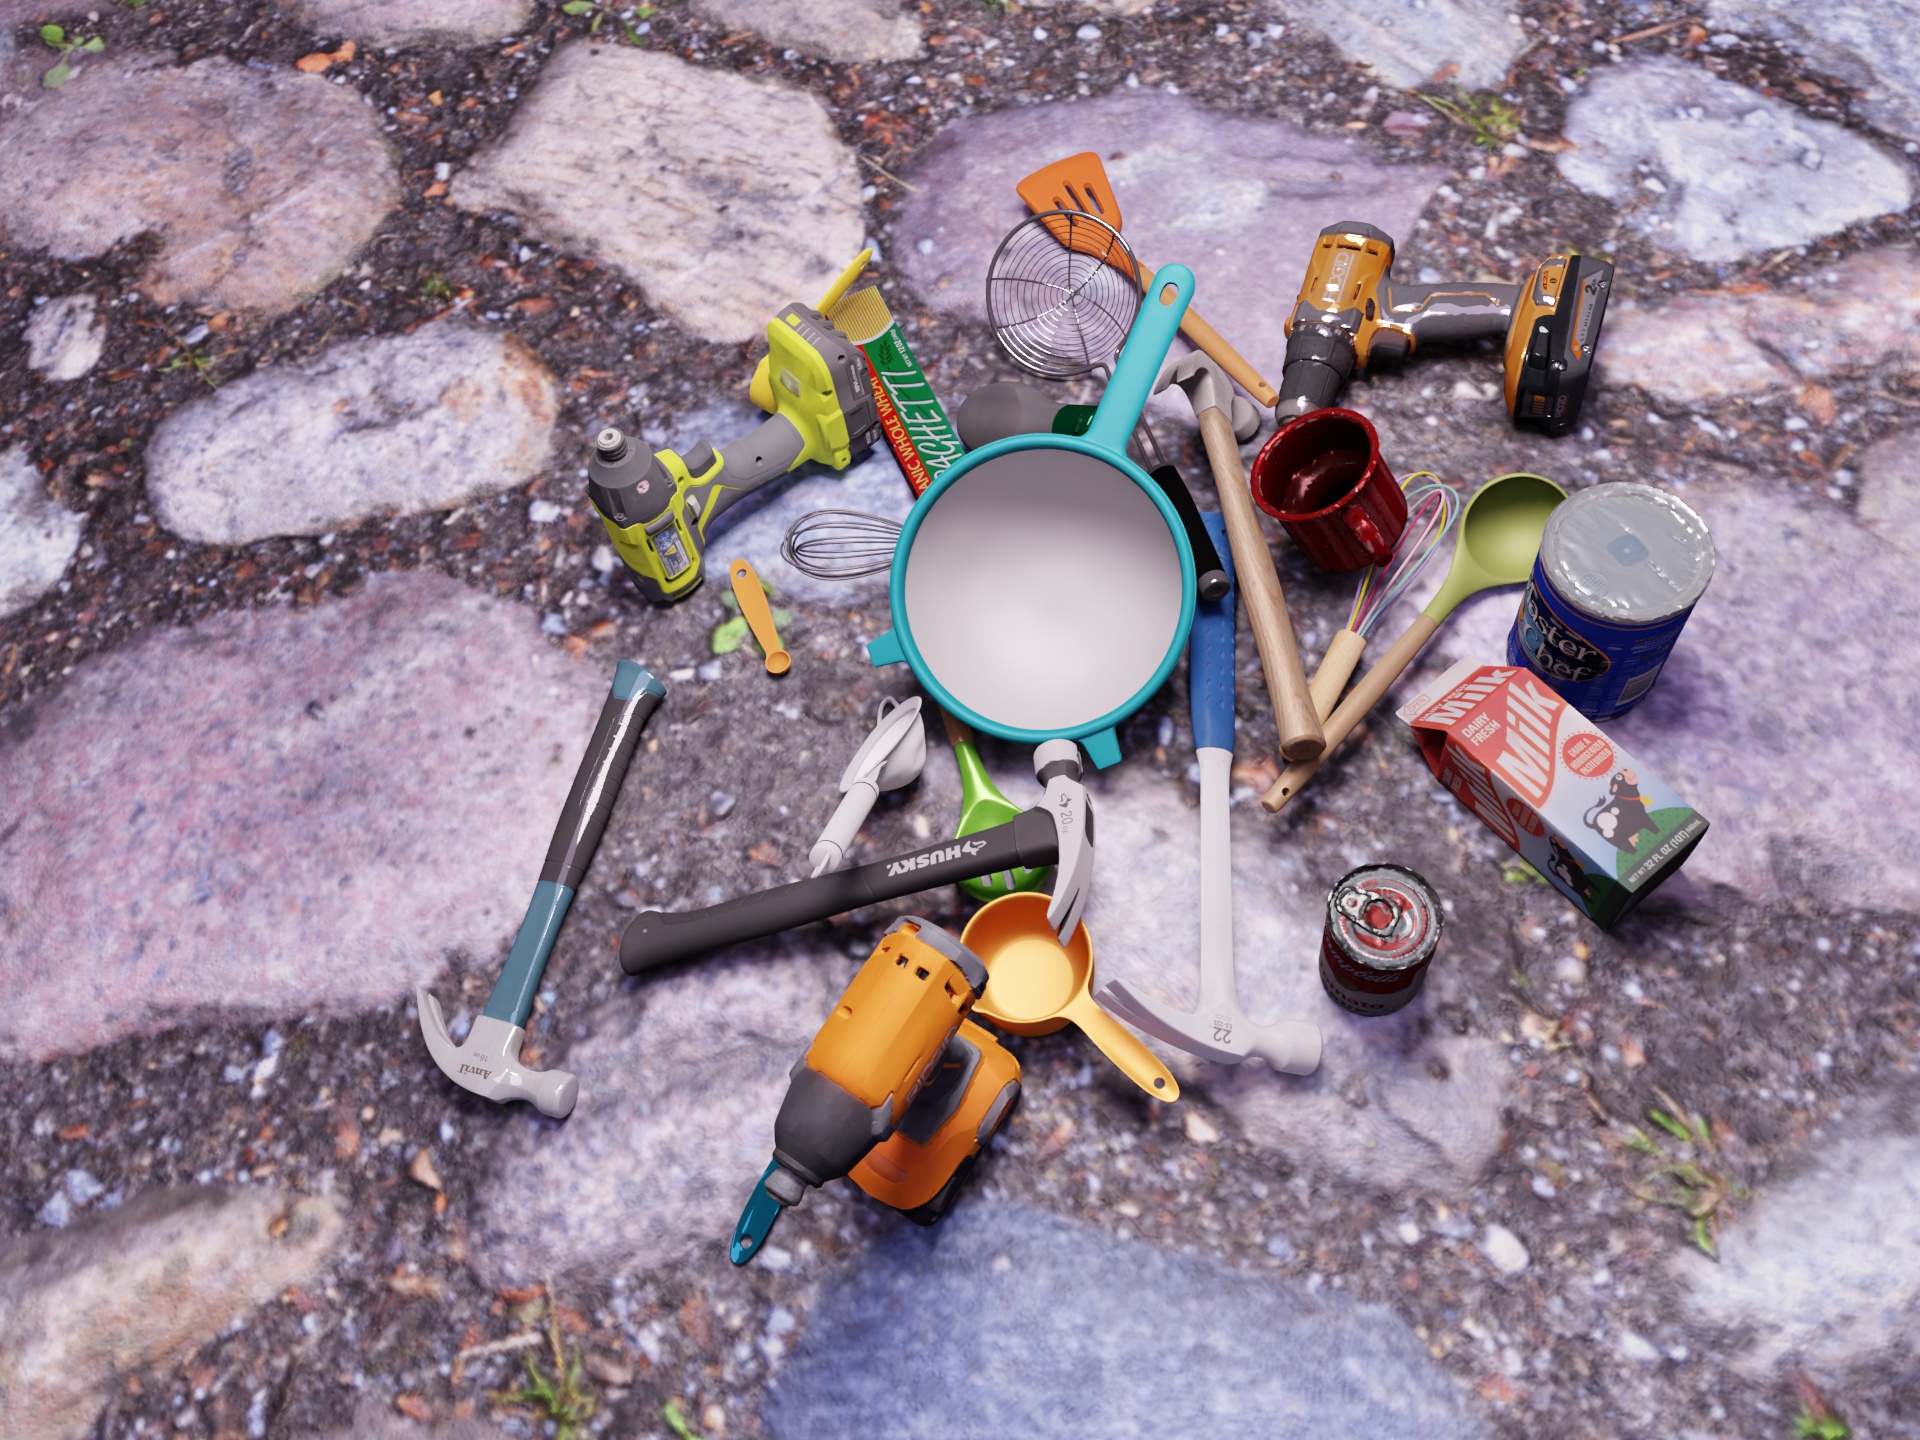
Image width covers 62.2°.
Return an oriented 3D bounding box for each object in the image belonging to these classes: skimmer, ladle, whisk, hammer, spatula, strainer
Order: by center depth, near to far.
[{"bbox_3d":[-0.061,0.047,1.051,0.050,0.258,0.087,43,113,-7],"label":"strainer"},{"bbox_3d":[-0.072,0.116,1.053,0.335,0.035,0.146,-16,45,12],"label":"hammer"},{"bbox_3d":[0.166,0.030,1.073,0.144,0.035,0.406,13,59,-15],"label":"hammer"},{"bbox_3d":[0.311,-0.053,1.084,0.078,0.062,0.320,46,71,-3],"label":"ladle"},{"bbox_3d":[0.199,-0.123,1.106,0.031,0.130,0.332,-26,56,27],"label":"hammer"},{"bbox_3d":[0.087,-0.149,1.114,0.211,0.095,0.340,25,96,10],"label":"strainer"},{"bbox_3d":[0.290,-0.074,1.126,0.051,0.047,0.245,21,72,31],"label":"whisk"},{"bbox_3d":[-0.280,0.106,1.126,0.128,0.033,0.331,11,65,13],"label":"hammer"},{"bbox_3d":[0.114,-0.238,1.184,0.127,0.090,0.364,-35,50,21],"label":"skimmer"},{"bbox_3d":[-0.015,-0.132,1.186,0.239,0.055,0.055,-1,62,-6],"label":"whisk"},{"bbox_3d":[0.156,-0.352,1.274,0.081,0.041,0.323,-27,55,-11],"label":"spatula"}]

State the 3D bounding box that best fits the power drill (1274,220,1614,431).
[{"bbox_3d":[0.356,-0.280,1.200,0.226,0.084,0.185,14,69,20],"label":"power drill"}]

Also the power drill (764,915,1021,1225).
[{"bbox_3d":[-0.039,0.221,0.919,0.084,0.226,0.164,28,71,21],"label":"power drill"}]

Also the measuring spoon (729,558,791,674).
[{"bbox_3d":[-0.153,-0.079,1.215,0.021,0.011,0.117,-24,59,-3],"label":"measuring spoon"}]

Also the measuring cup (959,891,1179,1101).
[{"bbox_3d":[0.074,0.187,1.019,0.095,0.052,0.174,-43,67,-13],"label":"measuring cup"}]

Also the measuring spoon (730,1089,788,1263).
[{"bbox_3d":[-0.111,0.288,1.019,0.042,0.021,0.129,24,78,20],"label":"measuring spoon"}]

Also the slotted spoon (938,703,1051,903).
[{"bbox_3d":[-0.002,-0.004,1.142,0.070,0.031,0.314,-17,60,0],"label":"slotted spoon"}]

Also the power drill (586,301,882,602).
[{"bbox_3d":[-0.173,-0.205,1.193,0.223,0.171,0.080,-40,64,-15],"label":"power drill"}]

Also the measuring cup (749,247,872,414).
[{"bbox_3d":[-0.111,-0.312,1.282,0.029,0.062,0.156,39,92,12],"label":"measuring cup"}]
